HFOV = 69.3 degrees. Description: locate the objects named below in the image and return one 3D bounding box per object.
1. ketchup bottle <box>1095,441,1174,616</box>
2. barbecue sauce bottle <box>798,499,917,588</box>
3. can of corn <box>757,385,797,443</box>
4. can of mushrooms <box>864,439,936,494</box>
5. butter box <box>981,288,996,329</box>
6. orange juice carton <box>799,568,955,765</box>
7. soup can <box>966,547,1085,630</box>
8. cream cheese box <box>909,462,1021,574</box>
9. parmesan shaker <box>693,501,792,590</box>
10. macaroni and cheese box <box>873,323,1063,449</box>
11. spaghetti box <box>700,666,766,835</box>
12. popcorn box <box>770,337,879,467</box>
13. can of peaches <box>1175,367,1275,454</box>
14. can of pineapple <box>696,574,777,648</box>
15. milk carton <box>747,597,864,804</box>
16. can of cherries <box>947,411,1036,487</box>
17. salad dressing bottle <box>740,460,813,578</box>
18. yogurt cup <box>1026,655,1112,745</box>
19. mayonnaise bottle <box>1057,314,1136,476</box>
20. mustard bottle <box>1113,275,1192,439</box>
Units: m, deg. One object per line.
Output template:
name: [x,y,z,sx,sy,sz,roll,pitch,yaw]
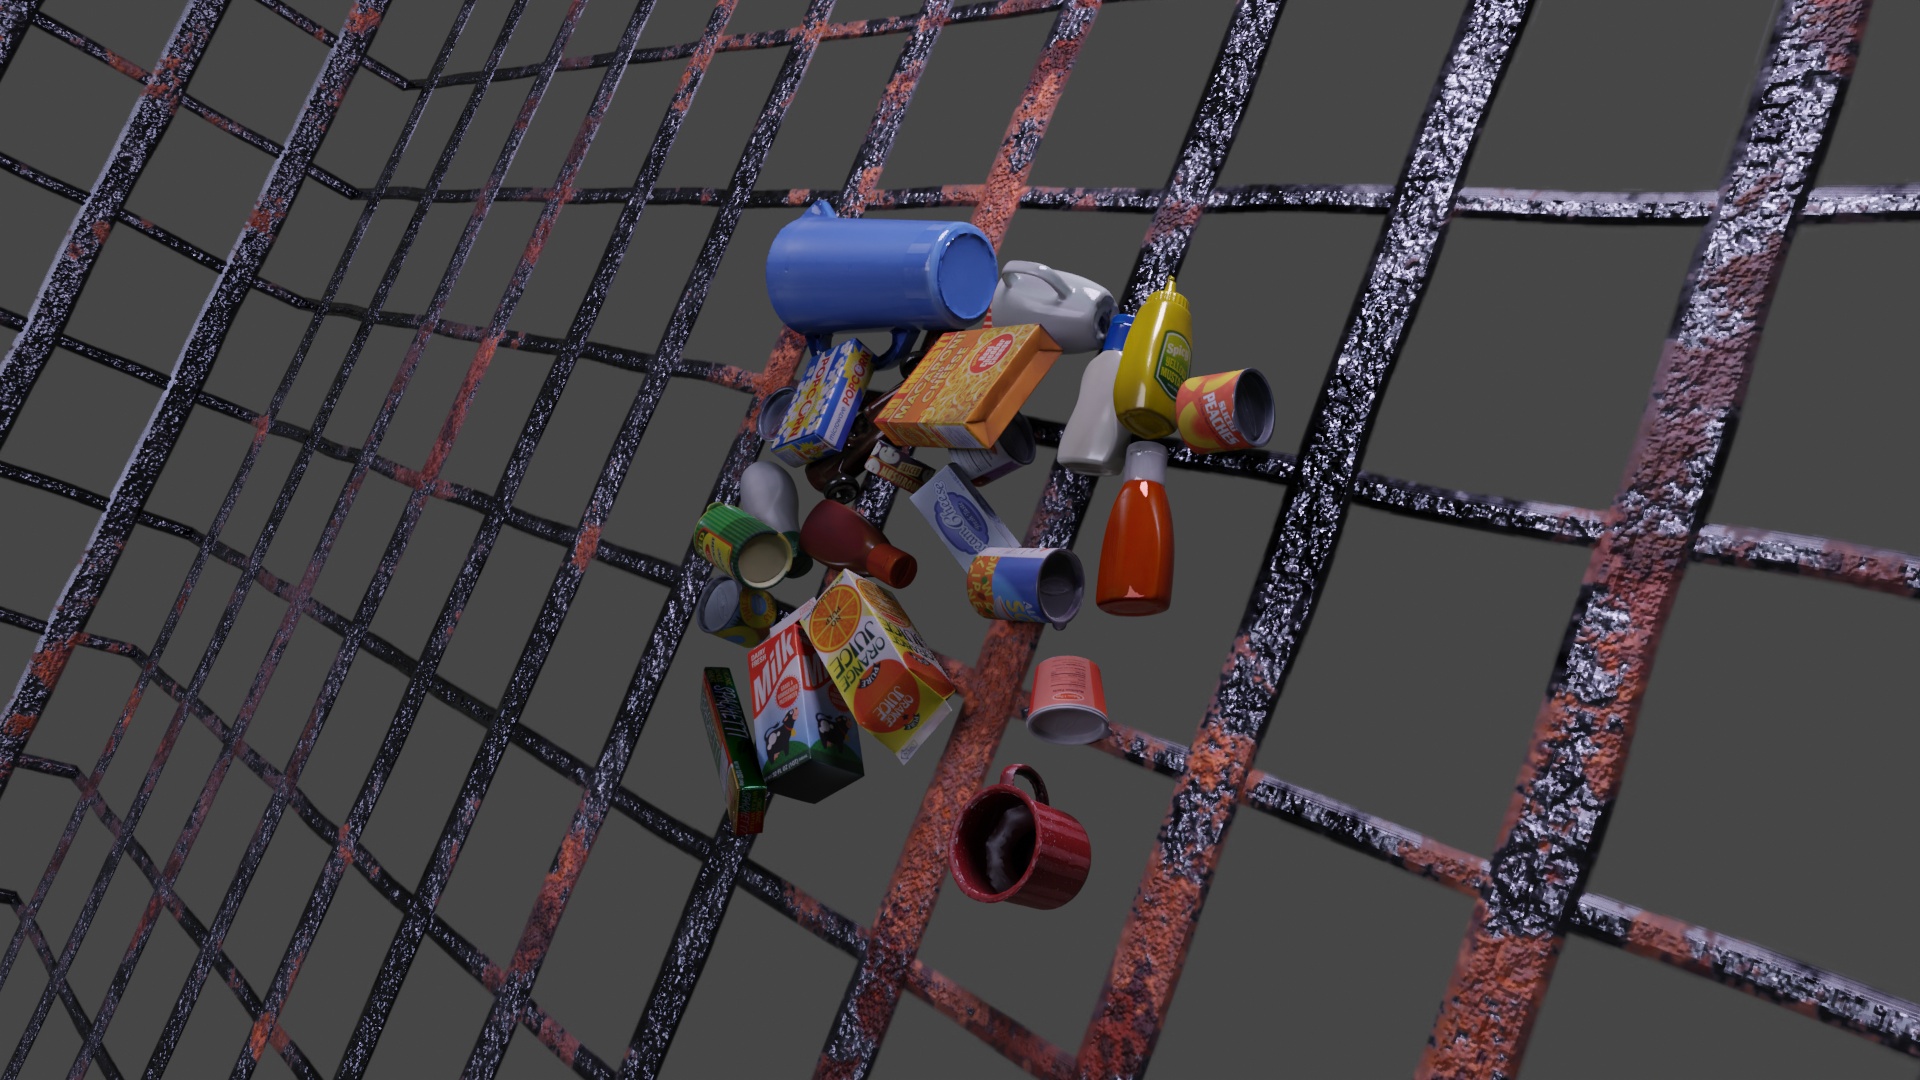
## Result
ketchup bottle: [0.153,-0.011,1.183,0.064,0.043,0.149,-9,63,38]
barbecue sauce bottle: [-0.102,0.008,1.405,0.149,0.043,0.065,26,87,45]
can of corn: [-0.182,-0.130,1.536,0.071,0.058,0.071,-20,57,34]
can of mushrooms: [-0.060,-0.071,1.388,0.071,0.071,0.033,29,91,46]
butter box: [0.045,-0.203,1.392,0.053,0.024,0.103,7,74,43]
orange juice carton: [-0.071,0.119,1.298,0.071,0.073,0.193,-48,46,12]
soup can: [0.057,0.042,1.227,0.083,0.071,0.071,0,70,43]
cream cheese box: [0.005,-0.016,1.295,0.053,0.024,0.104,-40,83,21]
parmesan shaker: [-0.228,0.005,1.445,0.103,0.071,0.071,25,87,53]
macaroni and cheese box: [0.005,-0.143,1.308,0.124,0.040,0.166,-53,28,-17]
spaghetti box: [-0.226,0.200,1.365,0.251,0.029,0.050,-128,43,-62]
popcorn box: [-0.143,-0.144,1.461,0.085,0.038,0.127,-15,48,49]
can of peaches: [0.219,-0.106,1.152,0.058,0.071,0.071,-5,66,42]
can of pineapple: [-0.237,0.075,1.481,0.071,0.058,0.071,-20,58,34]
milk carton: [-0.154,0.151,1.357,0.072,0.073,0.191,-34,50,28]
can of cherries: [0.030,-0.091,1.322,0.058,0.071,0.072,-27,54,32]
salad dressing bottle: [-0.198,-0.023,1.508,0.064,0.044,0.148,-41,49,17]
yogurt cup: [0.089,0.132,1.155,0.072,0.072,0.054,-23,47,33]
mayonnaise bottle: [0.136,-0.132,1.263,0.065,0.041,0.148,6,72,42]
mustard bottle: [0.176,-0.171,1.230,0.048,0.065,0.161,-10,59,44]
